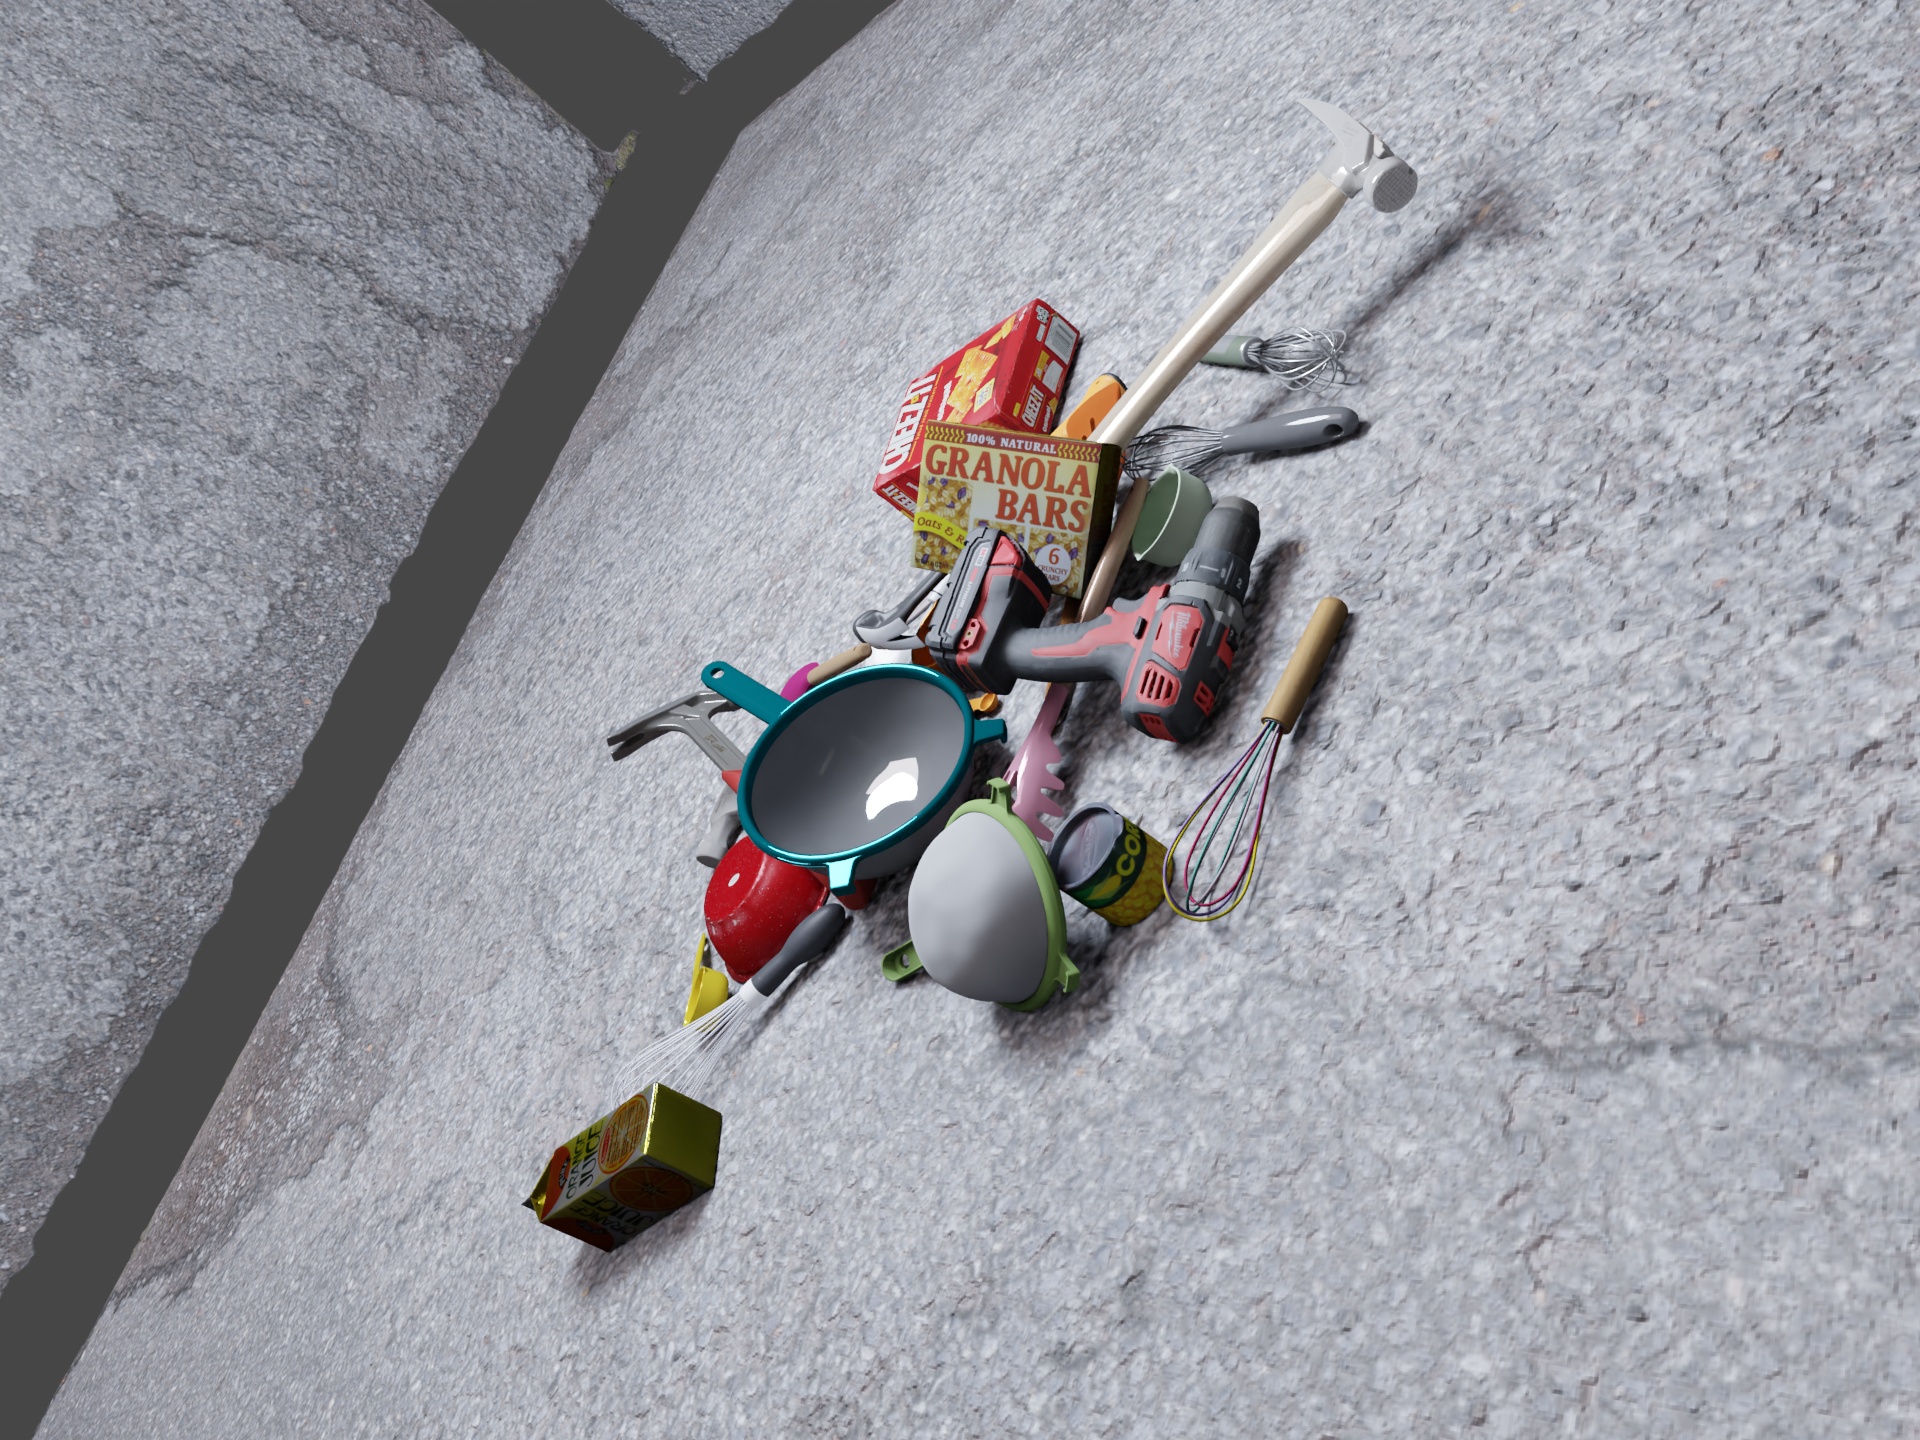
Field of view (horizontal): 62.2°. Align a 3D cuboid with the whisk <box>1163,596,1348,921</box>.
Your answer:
[{"bbox_3d":[0.199,0.024,1.033,0.047,0.051,0.245,15,67,38],"label":"whisk"}]

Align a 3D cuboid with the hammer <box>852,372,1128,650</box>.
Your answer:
[{"bbox_3d":[0.038,-0.191,1.432,0.337,0.034,0.127,-48,18,-12],"label":"hammer"}]

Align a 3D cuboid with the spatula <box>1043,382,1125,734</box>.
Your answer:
[{"bbox_3d":[0.096,-0.135,1.333,0.081,0.041,0.323,-29,41,55],"label":"spatula"}]

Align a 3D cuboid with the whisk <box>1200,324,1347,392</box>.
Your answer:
[{"bbox_3d":[0.242,-0.300,1.297,0.058,0.059,0.246,-52,23,1],"label":"whisk"}]

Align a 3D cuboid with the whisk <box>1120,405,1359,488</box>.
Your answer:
[{"bbox_3d":[0.215,-0.218,1.257,0.239,0.055,0.055,-1,59,51],"label":"whisk"}]

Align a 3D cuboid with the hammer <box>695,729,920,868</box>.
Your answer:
[{"bbox_3d":[-0.139,0.053,1.519,0.331,0.031,0.130,-20,44,46],"label":"hammer"}]

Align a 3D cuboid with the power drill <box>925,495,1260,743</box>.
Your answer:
[{"bbox_3d":[0.106,-0.089,1.181,0.227,0.080,0.188,12,71,33],"label":"power drill"}]

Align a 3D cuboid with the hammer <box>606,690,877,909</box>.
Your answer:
[{"bbox_3d":[-0.190,0.071,1.456,0.149,0.036,0.359,-27,40,-21],"label":"hammer"}]

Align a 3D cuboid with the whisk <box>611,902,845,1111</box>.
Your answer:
[{"bbox_3d":[-0.200,0.258,1.375,0.284,0.070,0.070,-44,30,9],"label":"whisk"}]

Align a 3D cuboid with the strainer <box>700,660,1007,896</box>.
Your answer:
[{"bbox_3d":[-0.112,0.036,1.368,0.211,0.095,0.341,-44,43,-17],"label":"strainer"}]

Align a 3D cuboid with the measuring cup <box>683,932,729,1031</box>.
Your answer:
[{"bbox_3d":[-0.233,0.237,1.478,0.157,0.029,0.062,-109,39,-71],"label":"measuring cup"}]

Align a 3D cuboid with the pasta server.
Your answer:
[{"bbox_3d":[0.093,-0.047,1.237,0.060,0.040,0.316,0,64,57],"label":"pasta server"}]

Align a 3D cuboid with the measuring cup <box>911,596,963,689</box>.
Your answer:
[{"bbox_3d":[0.033,-0.098,1.398,0.173,0.052,0.095,-43,30,17],"label":"measuring cup"}]

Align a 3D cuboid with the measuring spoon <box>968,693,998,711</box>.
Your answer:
[{"bbox_3d":[-0.002,-0.004,1.397,0.117,0.011,0.021,-20,44,52],"label":"measuring spoon"}]

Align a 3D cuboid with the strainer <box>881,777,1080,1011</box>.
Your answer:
[{"bbox_3d":[-0.019,0.153,1.137,0.256,0.069,0.151,-40,66,55],"label":"strainer"}]

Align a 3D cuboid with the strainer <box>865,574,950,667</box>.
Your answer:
[{"bbox_3d":[-0.029,-0.110,1.518,0.258,0.050,0.087,-56,14,-9],"label":"strainer"}]

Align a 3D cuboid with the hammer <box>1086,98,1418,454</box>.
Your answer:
[{"bbox_3d":[0.178,-0.302,1.269,0.410,0.038,0.146,-48,41,23],"label":"hammer"}]

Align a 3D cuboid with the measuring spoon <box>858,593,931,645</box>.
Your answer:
[{"bbox_3d":[-0.060,-0.105,1.579,0.124,0.018,0.034,-37,33,29],"label":"measuring spoon"}]

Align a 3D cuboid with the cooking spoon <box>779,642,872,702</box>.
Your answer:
[{"bbox_3d":[-0.138,-0.046,1.564,0.069,0.017,0.319,-63,15,-15],"label":"cooking spoon"}]

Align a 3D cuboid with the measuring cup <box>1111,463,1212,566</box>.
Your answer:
[{"bbox_3d":[0.156,-0.155,1.295,0.167,0.038,0.083,168,122,-74],"label":"measuring cup"}]
